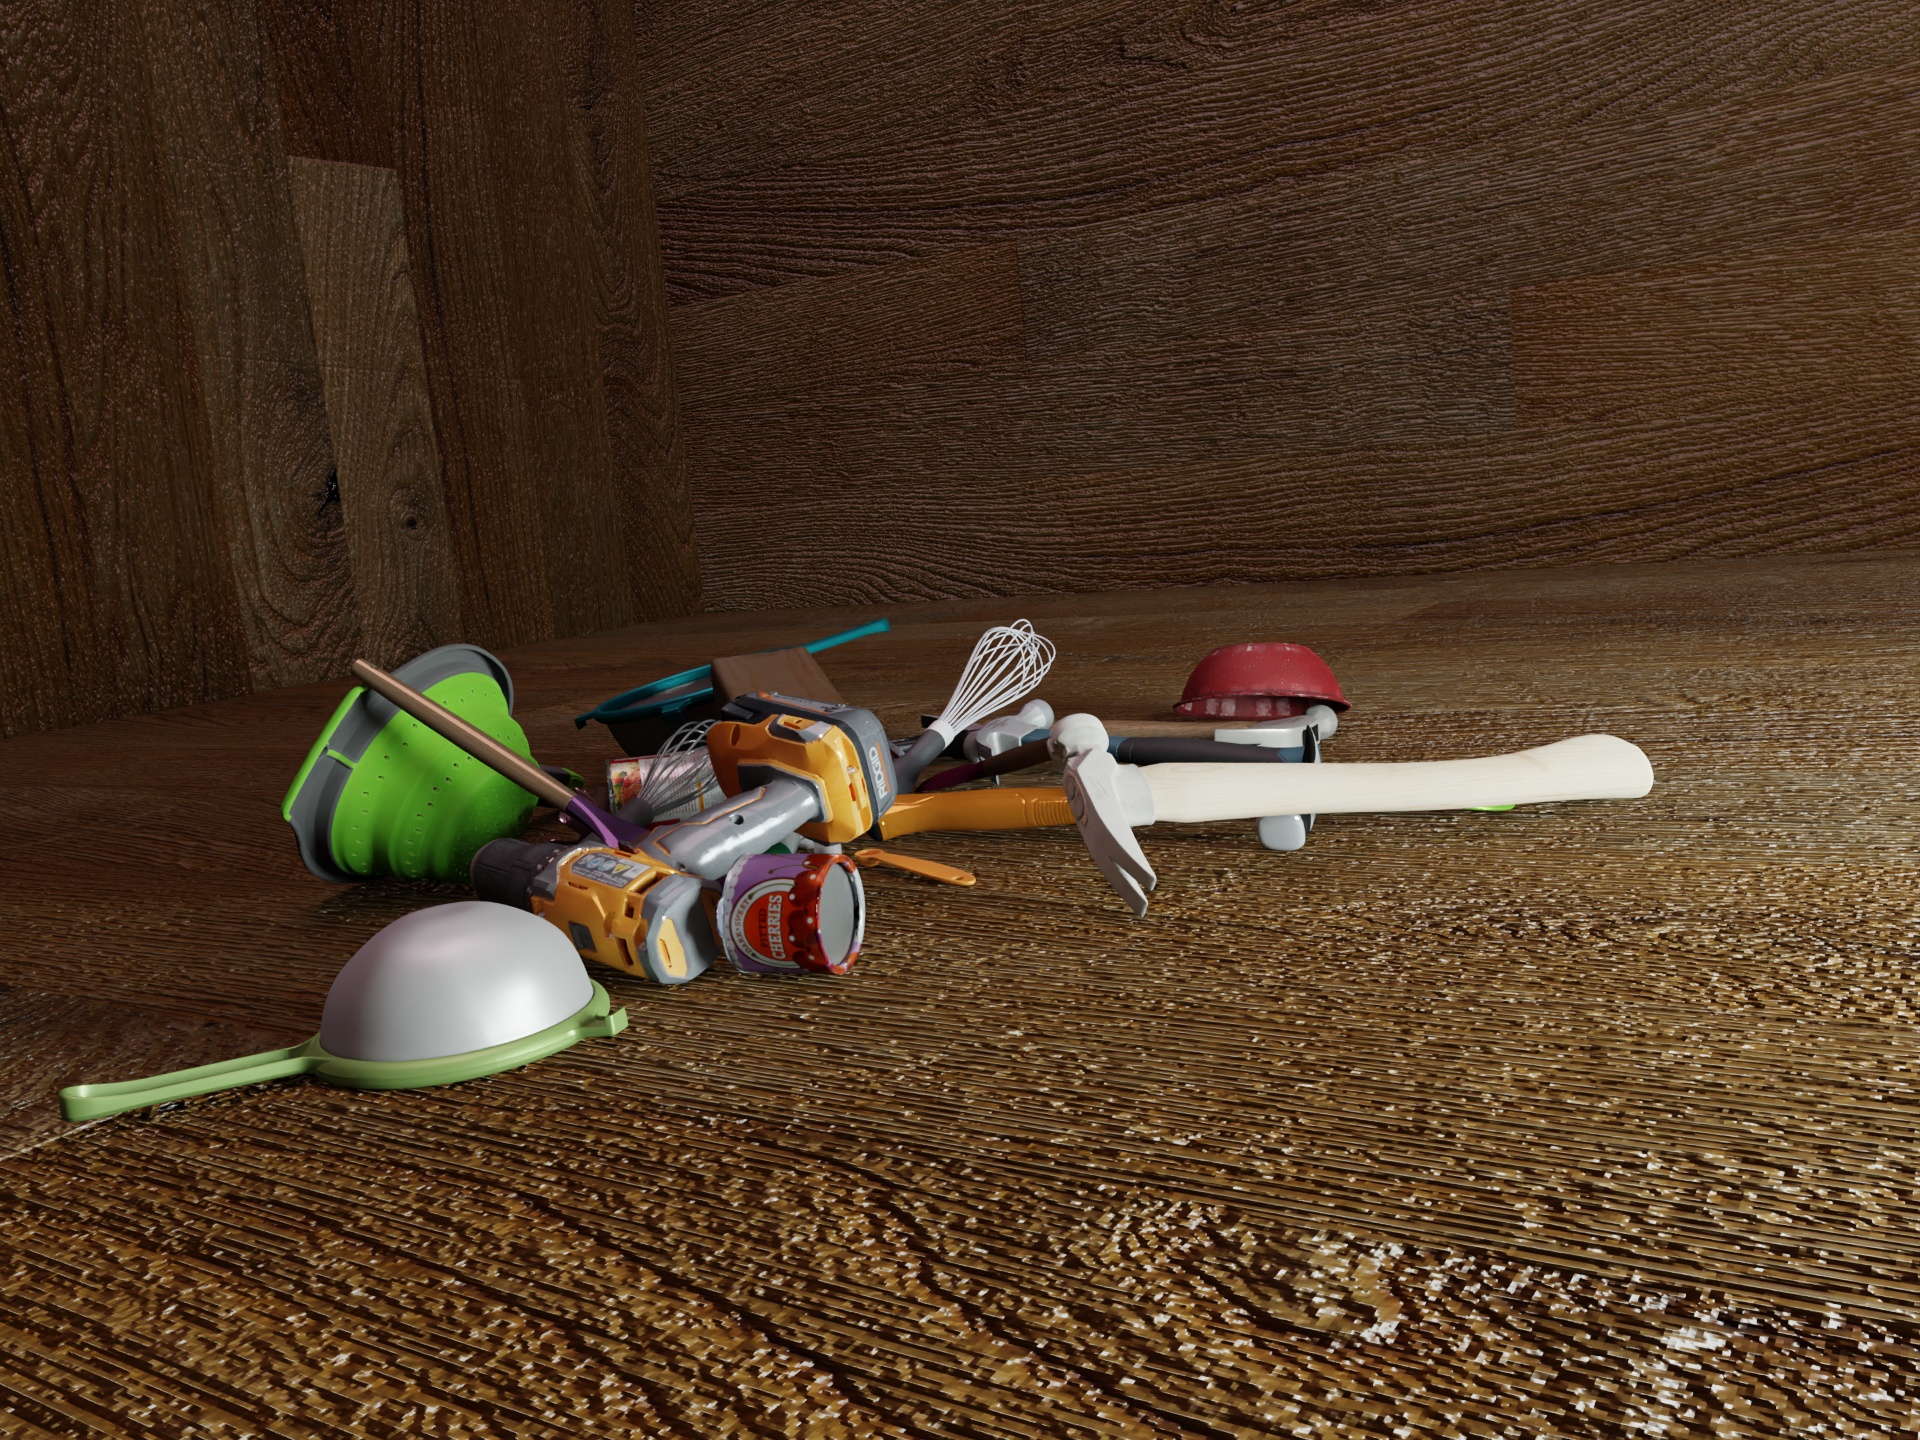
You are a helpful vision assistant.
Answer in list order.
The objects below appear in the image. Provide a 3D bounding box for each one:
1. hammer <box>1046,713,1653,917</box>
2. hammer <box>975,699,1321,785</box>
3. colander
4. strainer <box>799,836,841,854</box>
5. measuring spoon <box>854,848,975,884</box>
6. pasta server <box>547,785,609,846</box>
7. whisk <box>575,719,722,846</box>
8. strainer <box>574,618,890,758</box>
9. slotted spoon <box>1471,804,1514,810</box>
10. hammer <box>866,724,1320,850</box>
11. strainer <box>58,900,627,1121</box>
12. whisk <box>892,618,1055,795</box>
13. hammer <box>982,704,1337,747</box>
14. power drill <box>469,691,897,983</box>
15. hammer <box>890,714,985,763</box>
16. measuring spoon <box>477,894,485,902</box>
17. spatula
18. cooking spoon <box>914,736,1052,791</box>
[{"bbox_3d":[0.267,0.049,1.008,0.410,0.038,0.146,-2,40,-18],"label":"hammer"},{"bbox_3d":[0.150,0.025,1.315,0.331,0.033,0.128,5,23,40],"label":"hammer"},{"bbox_3d":[-0.363,0.061,1.255,0.094,0.204,0.397,31,1,13],"label":"colander"},{"bbox_3d":[-0.093,0.084,1.109,0.087,0.050,0.258,-42,15,5],"label":"strainer"},{"bbox_3d":[-0.031,0.101,1.064,0.021,0.011,0.117,-13,15,-40],"label":"measuring spoon"},{"bbox_3d":[-0.308,0.075,1.312,0.040,0.060,0.316,24,-1,-12],"label":"pasta server"},{"bbox_3d":[-0.230,0.066,1.152,0.055,0.055,0.239,-2,27,27],"label":"whisk"},{"bbox_3d":[-0.193,-0.017,1.578,0.340,0.095,0.211,-22,12,-38],"label":"strainer"},{"bbox_3d":[0.227,0.055,1.130,0.314,0.031,0.070,-5,11,17],"label":"slotted spoon"},{"bbox_3d":[0.086,0.056,1.132,0.337,0.034,0.127,-4,24,23],"label":"hammer"},{"bbox_3d":[-0.305,0.137,0.789,0.256,0.069,0.151,-9,9,-29],"label":"strainer"},{"bbox_3d":[-0.001,-0.004,1.367,0.070,0.070,0.285,0,32,35],"label":"whisk"},{"bbox_3d":[0.161,0.013,1.440,0.331,0.031,0.130,-1,9,34],"label":"hammer"},{"bbox_3d":[-0.171,0.066,0.970,0.185,0.084,0.226,10,34,36],"label":"power drill"},{"bbox_3d":[-0.141,0.039,1.461,0.334,0.035,0.146,-9,10,-17],"label":"hammer"},{"bbox_3d":[-0.303,0.119,1.119,0.042,0.021,0.128,-1,0,5],"label":"measuring spoon"},{"bbox_3d":[-0.277,0.042,1.053,0.316,0.018,0.060,30,18,10],"label":"spatula"},{"bbox_3d":[0.034,0.032,1.224,0.068,0.017,0.319,-13,-3,-21],"label":"cooking spoon"}]
